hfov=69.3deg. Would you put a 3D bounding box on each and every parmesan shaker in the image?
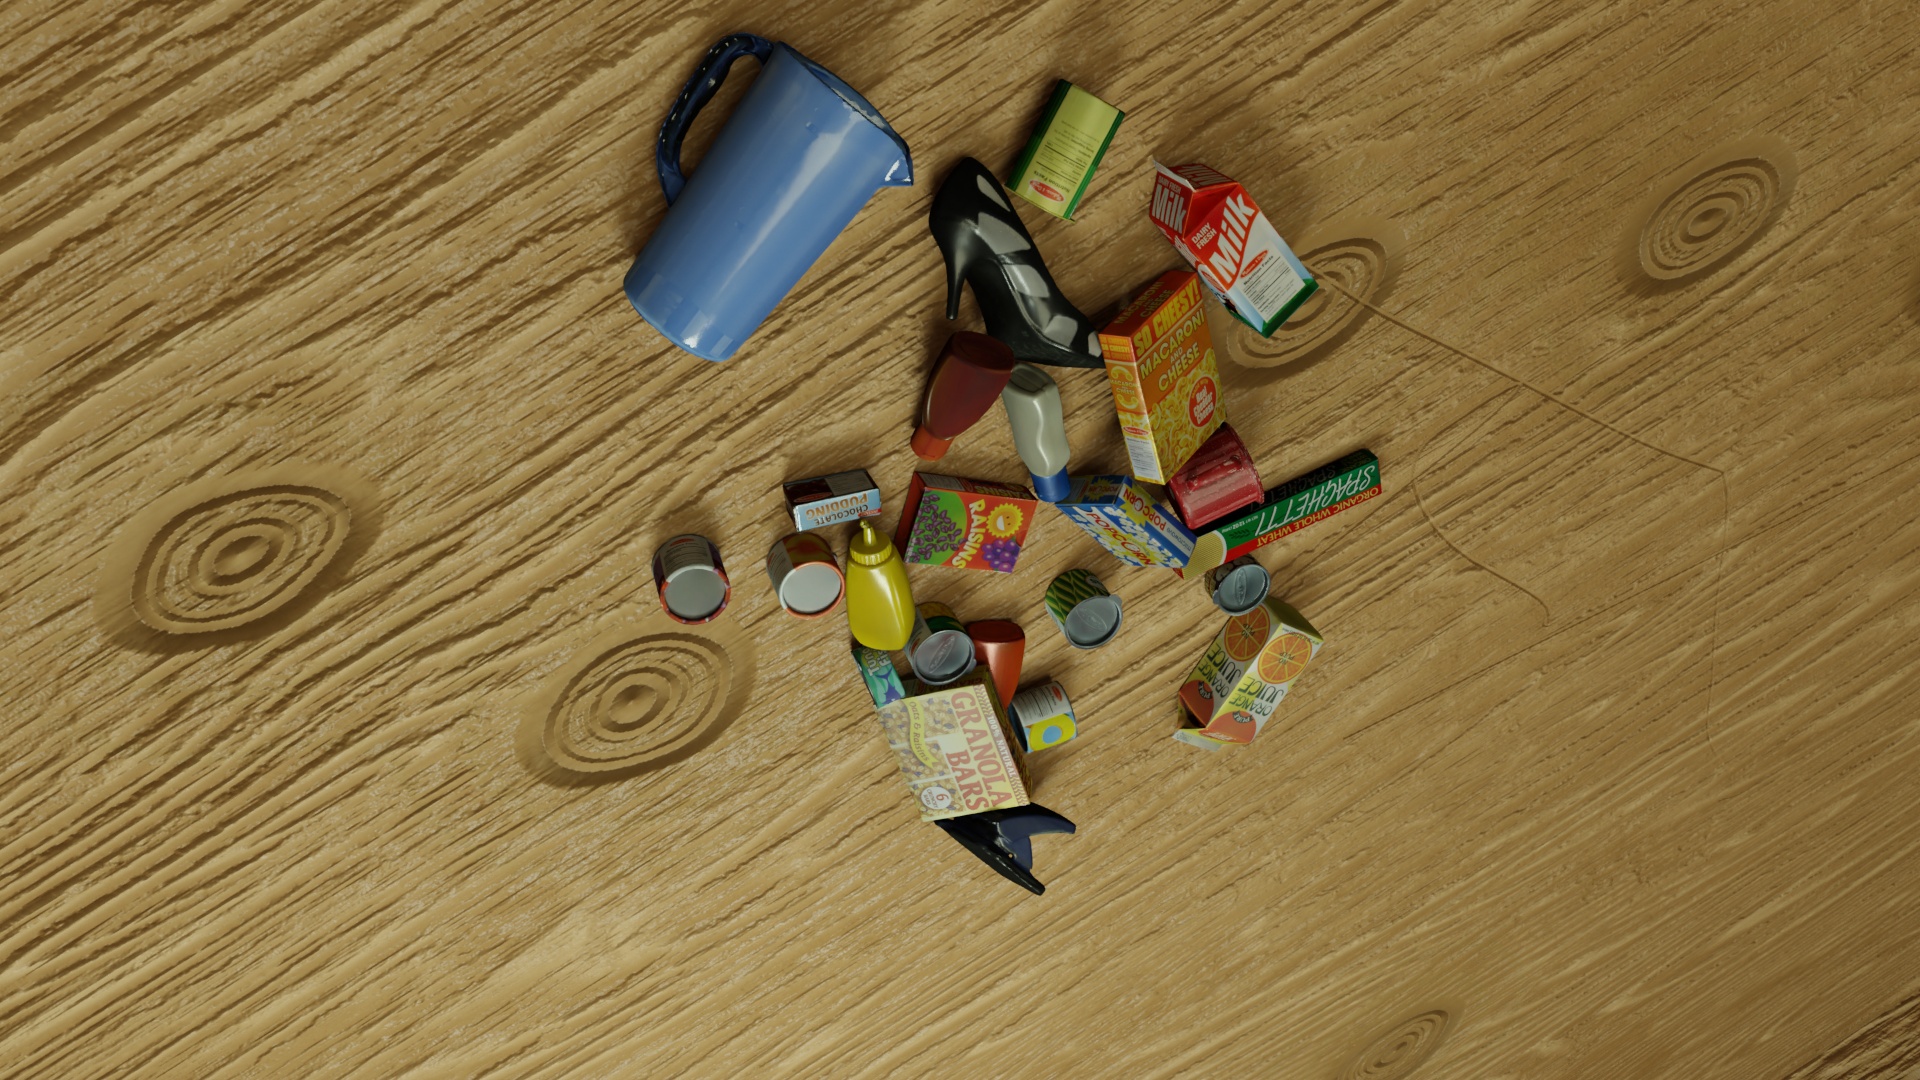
[{"bbox_3d":[0.093,-0.339,1.209,0.071,0.071,0.102,19,109,-29],"label":"parmesan shaker"}]

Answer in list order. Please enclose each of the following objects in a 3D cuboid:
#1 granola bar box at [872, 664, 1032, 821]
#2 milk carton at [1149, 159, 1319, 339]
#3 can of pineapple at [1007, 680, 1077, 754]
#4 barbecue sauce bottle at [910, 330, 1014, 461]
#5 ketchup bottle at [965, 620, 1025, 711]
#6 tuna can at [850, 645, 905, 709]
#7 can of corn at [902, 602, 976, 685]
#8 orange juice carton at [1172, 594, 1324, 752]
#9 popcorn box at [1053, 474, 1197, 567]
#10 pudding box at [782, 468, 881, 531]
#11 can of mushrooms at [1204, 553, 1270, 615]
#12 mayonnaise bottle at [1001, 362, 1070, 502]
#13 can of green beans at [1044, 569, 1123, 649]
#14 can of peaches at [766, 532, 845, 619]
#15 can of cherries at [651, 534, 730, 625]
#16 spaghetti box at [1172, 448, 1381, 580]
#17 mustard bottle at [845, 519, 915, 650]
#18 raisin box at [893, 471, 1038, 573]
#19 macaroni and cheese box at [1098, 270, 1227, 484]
[{"bbox_3d":[-0.007,0.216,1.470,0.124,0.039,0.164,-13,119,14],"label":"granola bar box"},{"bbox_3d":[0.246,-0.283,1.299,0.073,0.072,0.190,-45,125,7],"label":"milk carton"},{"bbox_3d":[0.089,0.194,1.515,0.058,0.071,0.070,-18,123,-11],"label":"can of pineapple"},{"bbox_3d":[-0.006,-0.127,1.268,0.065,0.044,0.147,15,143,-15],"label":"barbecue sauce bottle"},{"bbox_3d":[0.029,0.158,1.484,0.065,0.044,0.148,0,119,-14],"label":"ketchup bottle"},{"bbox_3d":[-0.084,0.134,1.411,0.033,0.071,0.070,-25,124,-8],"label":"tuna can"},{"bbox_3d":[-0.023,0.106,1.424,0.071,0.058,0.070,-10,121,-16],"label":"can of corn"},{"bbox_3d":[0.319,0.159,1.580,0.072,0.073,0.192,22,109,-30],"label":"orange juice carton"},{"bbox_3d":[0.169,-0.019,1.409,0.126,0.085,0.038,37,69,-33],"label":"popcorn box"},{"bbox_3d":[-0.121,-0.039,1.308,0.084,0.050,0.030,-12,121,-15],"label":"pudding box"},{"bbox_3d":[0.303,0.047,1.534,0.071,0.033,0.070,-10,122,-16],"label":"can of mushrooms"},{"bbox_3d":[0.077,-0.100,1.344,0.041,0.065,0.147,-36,137,-18],"label":"mayonnaise bottle"},{"bbox_3d":[0.130,0.072,1.465,0.071,0.058,0.071,-10,121,-16],"label":"can of green beans"},{"bbox_3d":[-0.146,0.034,1.335,0.071,0.058,0.071,-9,121,-16],"label":"can of peaches"},{"bbox_3d":[-0.250,0.039,1.296,0.071,0.058,0.071,-9,121,-16],"label":"can of cherries"},{"bbox_3d":[0.343,-0.029,1.508,0.250,0.029,0.050,-23,125,-7],"label":"spaghetti box"},{"bbox_3d":[-0.081,0.038,1.348,0.065,0.049,0.159,8,133,13],"label":"mustard bottle"},{"bbox_3d":[0.005,-0.017,1.376,0.123,0.040,0.085,6,115,-25],"label":"raisin box"},{"bbox_3d":[0.196,-0.157,1.338,0.124,0.040,0.165,-45,131,-33],"label":"macaroni and cheese box"}]
